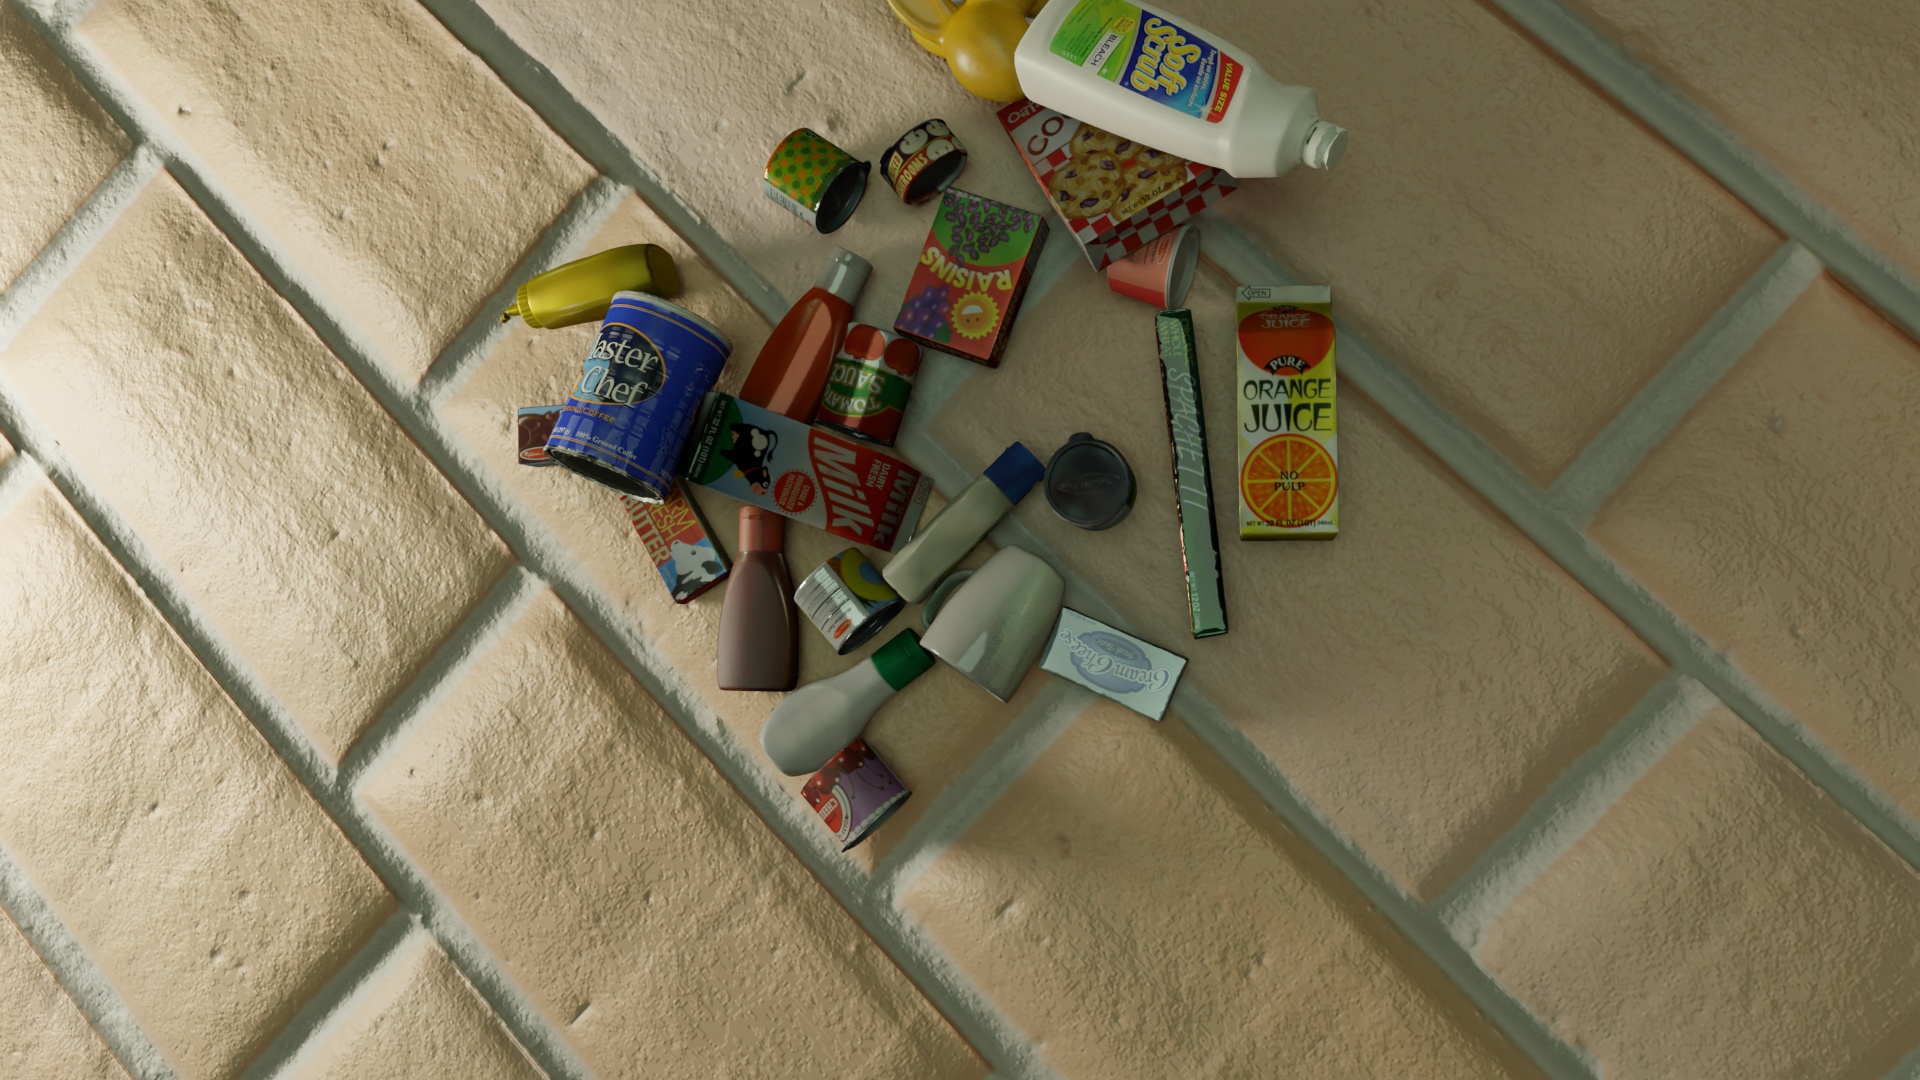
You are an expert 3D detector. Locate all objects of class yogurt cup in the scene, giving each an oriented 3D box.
[{"bbox_3d":[0.147,-0.214,1.069,0.054,0.072,0.072,15,88,21],"label":"yogurt cup"}]

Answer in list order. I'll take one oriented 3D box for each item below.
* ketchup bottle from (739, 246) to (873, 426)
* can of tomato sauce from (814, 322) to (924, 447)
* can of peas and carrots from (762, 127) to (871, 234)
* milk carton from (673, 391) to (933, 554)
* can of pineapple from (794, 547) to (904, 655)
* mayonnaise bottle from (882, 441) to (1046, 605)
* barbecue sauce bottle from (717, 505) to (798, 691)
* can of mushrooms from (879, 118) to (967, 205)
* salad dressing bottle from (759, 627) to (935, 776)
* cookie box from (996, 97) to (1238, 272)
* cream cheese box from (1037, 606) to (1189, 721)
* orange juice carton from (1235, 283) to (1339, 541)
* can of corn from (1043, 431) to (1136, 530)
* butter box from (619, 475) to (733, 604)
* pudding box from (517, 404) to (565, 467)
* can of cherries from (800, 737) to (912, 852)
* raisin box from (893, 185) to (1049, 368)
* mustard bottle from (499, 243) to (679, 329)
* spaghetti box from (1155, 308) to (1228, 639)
[{"bbox_3d":[-0.120,-0.165,1.127,0.065,0.043,0.148,27,90,11],"label":"ketchup bottle"},{"bbox_3d":[-0.072,-0.124,1.100,0.071,0.071,0.083,18,88,12],"label":"can of tomato sauce"},{"bbox_3d":[-0.116,-0.294,1.128,0.059,0.071,0.071,35,93,13],"label":"can of peas and carrots"},{"bbox_3d":[-0.117,-0.050,1.079,0.190,0.073,0.072,21,89,-20],"label":"milk carton"},{"bbox_3d":[-0.087,0.047,1.091,0.071,0.071,0.058,-42,78,5],"label":"can of pineapple"},{"bbox_3d":[0.004,-0.014,1.081,0.148,0.065,0.041,-44,89,1],"label":"mayonnaise bottle"},{"bbox_3d":[-0.161,0.047,1.116,0.065,0.043,0.148,0,84,10],"label":"barbecue sauce bottle"},{"bbox_3d":[-0.030,-0.301,1.109,0.071,0.071,0.033,-38,81,6],"label":"can of mushrooms"},{"bbox_3d":[-0.088,0.126,1.094,0.147,0.044,0.064,-37,77,5],"label":"salad dressing bottle"},{"bbox_3d":[0.117,-0.301,1.065,0.123,0.040,0.168,-30,57,7],"label":"cookie box"},{"bbox_3d":[0.117,0.094,1.065,0.104,0.024,0.053,23,91,13],"label":"cream cheese box"},{"bbox_3d":[0.242,-0.097,1.033,0.072,0.073,0.192,-1,84,11],"label":"orange juice carton"},{"bbox_3d":[0.100,-0.044,1.064,0.071,0.058,0.071,-1,85,12],"label":"can of corn"},{"bbox_3d":[-0.233,-0.004,1.145,0.053,0.024,0.103,-32,80,6],"label":"butter box"},{"bbox_3d":[-0.329,-0.090,1.169,0.084,0.030,0.049,-4,85,11],"label":"pudding box"},{"bbox_3d":[-0.082,0.197,1.072,0.071,0.071,0.058,-43,78,5],"label":"can of cherries"},{"bbox_3d":[0.008,-0.209,1.108,0.086,0.040,0.123,20,88,12],"label":"raisin box"},{"bbox_3d":[-0.319,-0.208,1.162,0.160,0.065,0.049,-12,87,14],"label":"mustard bottle"},{"bbox_3d":[0.175,-0.051,1.054,0.029,0.050,0.250,-7,83,9],"label":"spaghetti box"}]
